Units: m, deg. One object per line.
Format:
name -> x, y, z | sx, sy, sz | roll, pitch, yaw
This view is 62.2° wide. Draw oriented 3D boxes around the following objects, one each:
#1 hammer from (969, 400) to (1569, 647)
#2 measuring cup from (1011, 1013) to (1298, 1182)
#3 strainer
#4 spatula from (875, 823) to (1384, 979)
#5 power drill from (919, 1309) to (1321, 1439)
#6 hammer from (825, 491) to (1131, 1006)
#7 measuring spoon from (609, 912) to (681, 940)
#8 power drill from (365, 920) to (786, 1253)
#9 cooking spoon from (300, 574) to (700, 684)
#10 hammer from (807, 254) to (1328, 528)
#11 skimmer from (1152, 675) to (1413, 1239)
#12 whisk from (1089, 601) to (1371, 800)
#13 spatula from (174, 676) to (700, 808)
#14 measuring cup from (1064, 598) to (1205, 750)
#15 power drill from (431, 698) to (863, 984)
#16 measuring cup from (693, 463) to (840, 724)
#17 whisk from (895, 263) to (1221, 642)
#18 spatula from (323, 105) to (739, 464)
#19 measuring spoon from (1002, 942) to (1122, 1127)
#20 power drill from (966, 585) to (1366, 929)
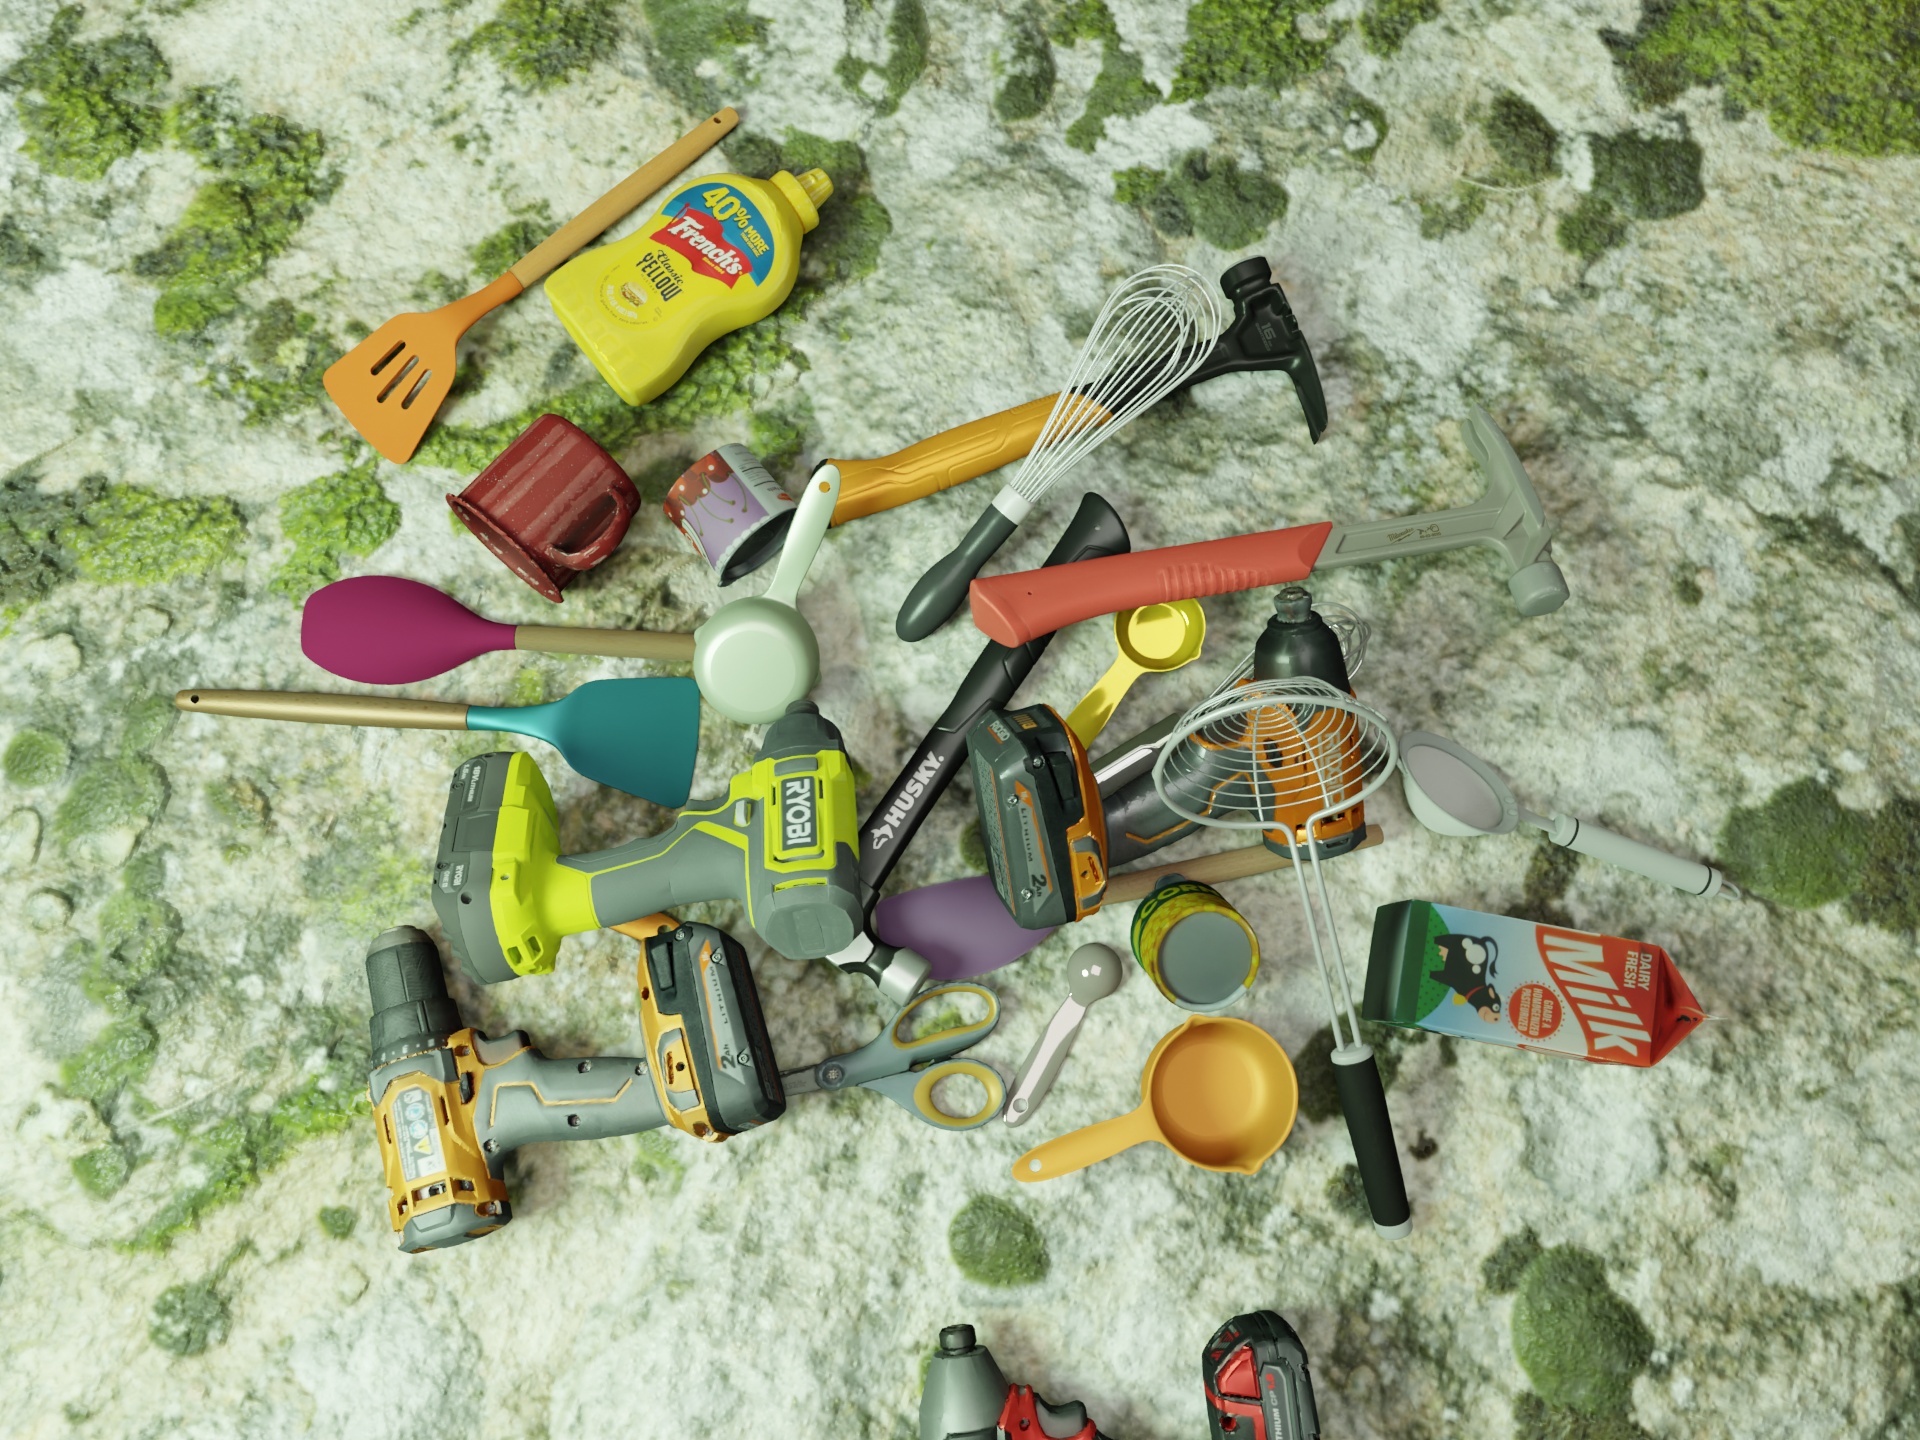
hammer -> 0.181, -0.106, 0.974 | 0.359, 0.036, 0.149 | -10, 62, -7
measuring cup -> 0.111, 0.233, 0.936 | 0.173, 0.052, 0.095 | -20, 81, -4
strainer -> 0.363, 0.067, 0.980 | 0.258, 0.050, 0.087 | 20, 36, -4
spatula -> 0.106, 0.104, 0.975 | 0.316, 0.018, 0.060 | -12, 80, -3
power drill -> 0.087, 0.402, 0.894 | 0.219, 0.078, 0.143 | -9, 80, -1
hammer -> -0.002, -0.003, 0.978 | 0.146, 0.035, 0.335 | 33, 79, 9
measuring spoon -> -0.220, 0.112, 0.965 | 0.117, 0.011, 0.021 | 21, 80, 2
power drill -> -0.233, 0.184, 0.918 | 0.226, 0.084, 0.185 | -18, 72, 0
cooking spoon -> -0.250, -0.051, 0.989 | 0.319, 0.017, 0.069 | 3, 85, -2
hammer -> 0.065, -0.187, 1.018 | 0.337, 0.034, 0.127 | -21, 80, -5
skimmer -> 0.202, 0.143, 0.871 | 0.127, 0.090, 0.363 | -13, 105, 15
whisk -> 0.146, 0.002, 0.982 | 0.246, 0.059, 0.057 | -31, 110, -3
spatula -> -0.322, 0.000, 0.977 | 0.317, 0.044, 0.082 | 4, 81, 3
measuring cup -> 0.094, -0.019, 0.998 | 0.062, 0.029, 0.156 | 38, 93, 5
power drill -> -0.169, 0.064, 0.897 | 0.223, 0.080, 0.171 | -8, 44, 0
measuring cup -> -0.107, -0.074, 0.953 | 0.083, 0.038, 0.167 | 21, 107, -8
whisk -> 0.054, -0.156, 0.967 | 0.070, 0.070, 0.284 | 41, 103, 5
spatula -> -0.268, -0.296, 1.032 | 0.322, 0.041, 0.081 | -42, 84, -12
measuring spoon -> 0.060, 0.190, 0.958 | 0.034, 0.018, 0.124 | 30, 81, 3
power drill -> 0.124, 0.020, 0.916 | 0.226, 0.084, 0.164 | -14, 113, -11
